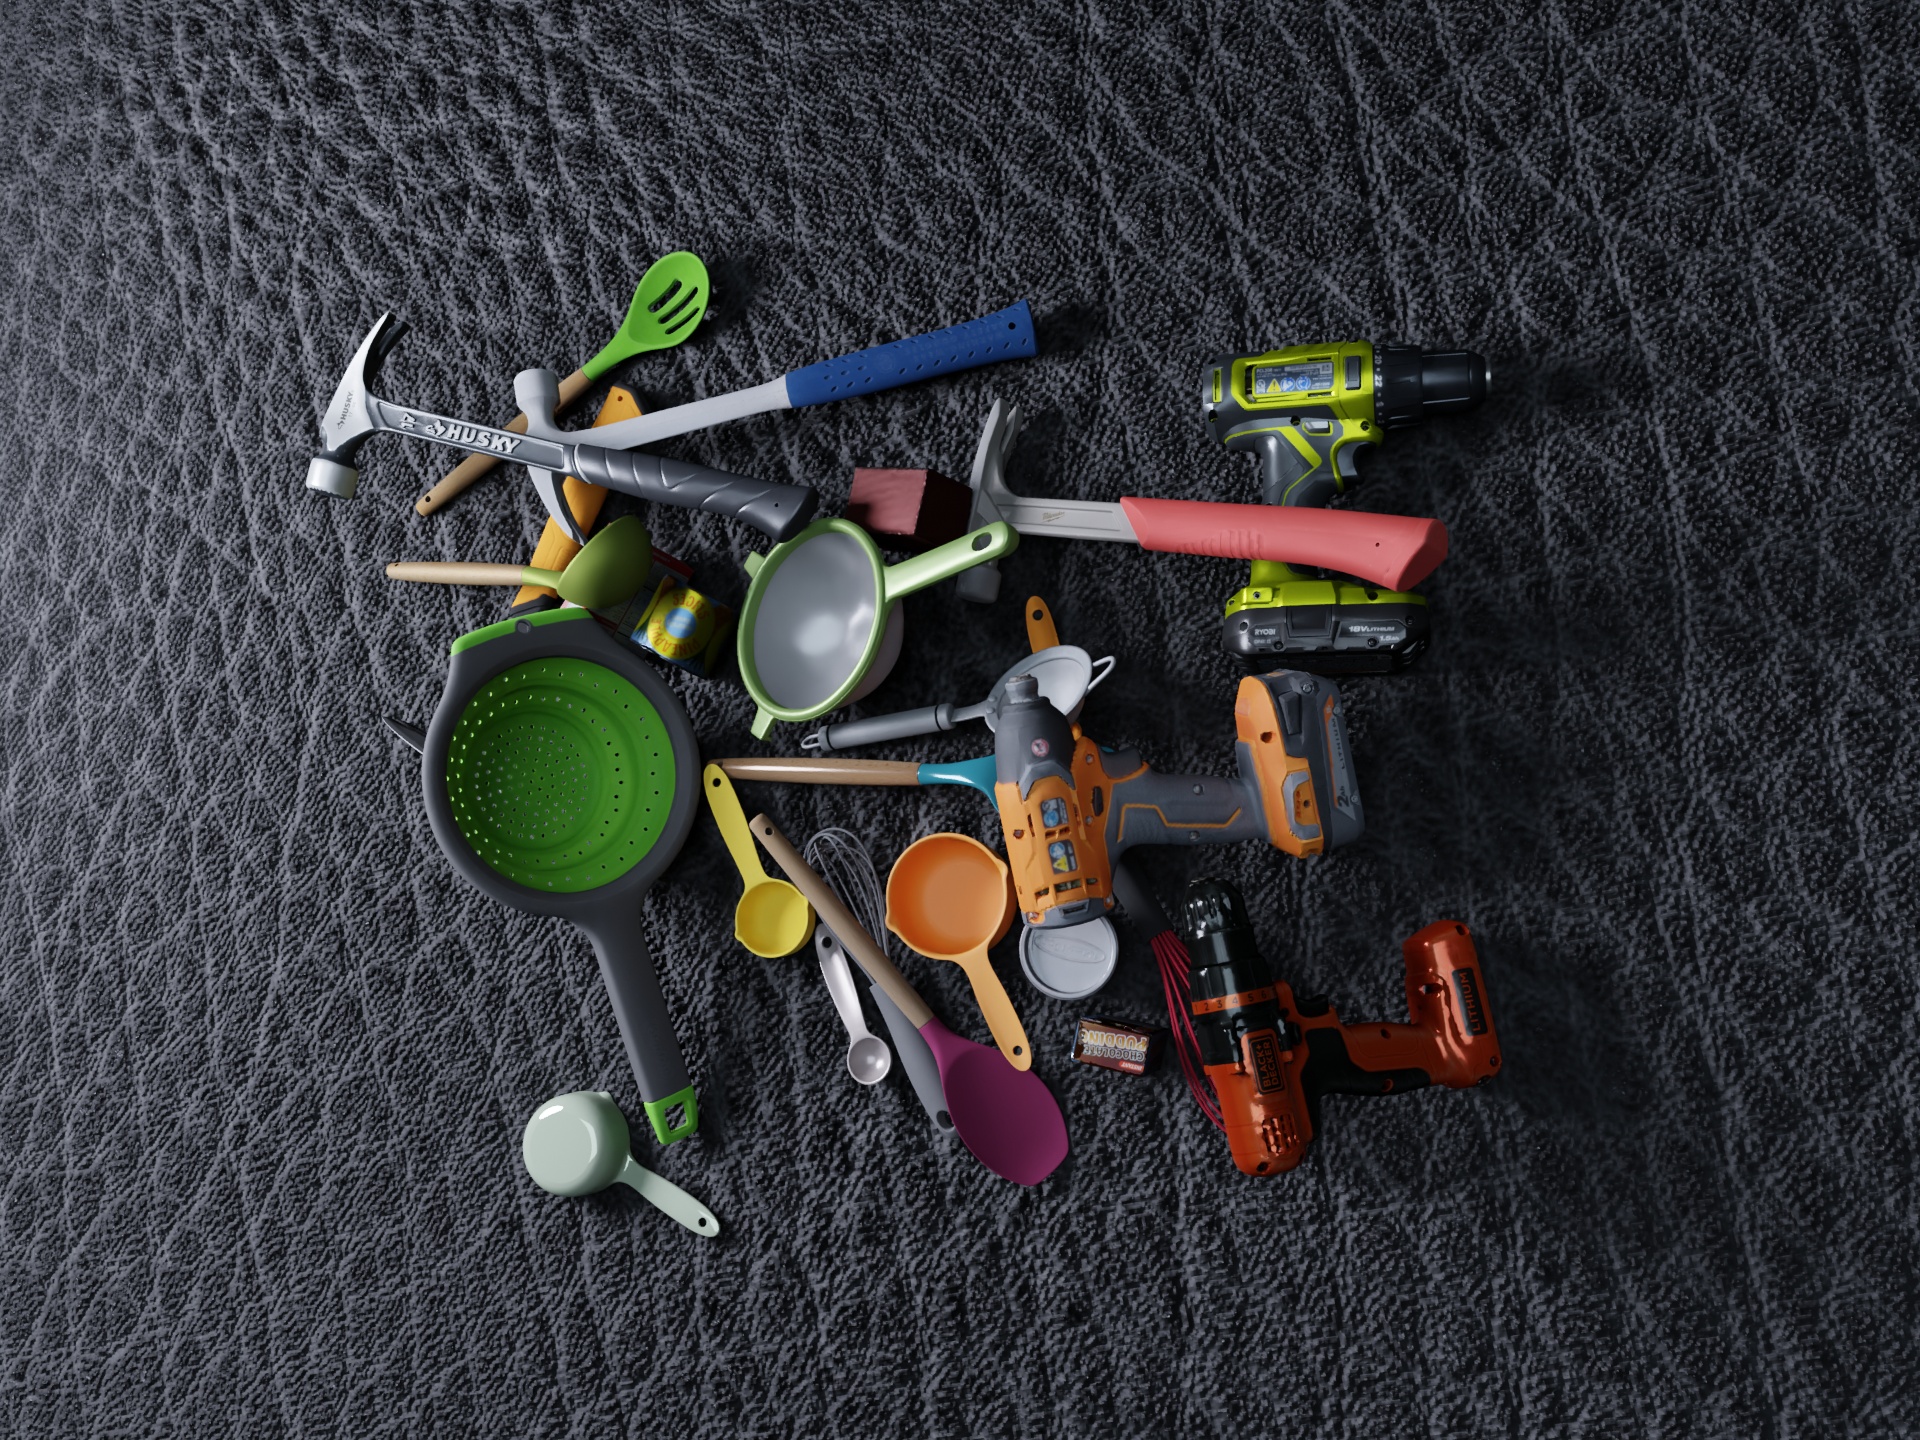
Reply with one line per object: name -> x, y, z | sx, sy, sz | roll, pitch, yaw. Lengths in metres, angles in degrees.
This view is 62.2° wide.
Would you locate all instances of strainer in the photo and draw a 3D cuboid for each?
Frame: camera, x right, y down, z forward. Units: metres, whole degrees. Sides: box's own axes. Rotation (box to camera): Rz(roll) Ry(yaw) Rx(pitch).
strainer -> -0.049, -0.082, 1.133 | 0.256, 0.069, 0.152 | -20, 66, 35
strainer -> -0.002, -0.004, 1.143 | 0.258, 0.050, 0.087 | -10, 42, 24

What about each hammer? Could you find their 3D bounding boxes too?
hammer -> -0.297, -0.201, 1.193 | 0.409, 0.036, 0.149 | 14, 87, 14
hammer -> 0.150, -0.139, 1.067 | 0.359, 0.036, 0.149 | 10, 86, 39
hammer -> -0.336, -0.115, 1.265 | 0.127, 0.034, 0.337 | 25, 88, 17
hammer -> -0.139, -0.242, 1.209 | 0.405, 0.035, 0.144 | -13, 81, 8

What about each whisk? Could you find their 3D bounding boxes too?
whisk -> 0.145, 0.162, 1.074 | 0.073, 0.073, 0.296 | -33, 69, 8
whisk -> -0.051, 0.186, 1.133 | 0.055, 0.055, 0.239 | -28, 79, 10

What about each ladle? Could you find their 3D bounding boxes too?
ladle -> -0.348, -0.121, 1.206 | 0.320, 0.062, 0.078 | 6, 38, 39

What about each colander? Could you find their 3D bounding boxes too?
colander -> -0.280, 0.120, 1.180 | 0.094, 0.204, 0.397 | -11, 97, 57

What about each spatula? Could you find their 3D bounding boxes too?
spatula -> -0.046, 0.044, 1.146 | 0.317, 0.044, 0.082 | 2, 64, 27

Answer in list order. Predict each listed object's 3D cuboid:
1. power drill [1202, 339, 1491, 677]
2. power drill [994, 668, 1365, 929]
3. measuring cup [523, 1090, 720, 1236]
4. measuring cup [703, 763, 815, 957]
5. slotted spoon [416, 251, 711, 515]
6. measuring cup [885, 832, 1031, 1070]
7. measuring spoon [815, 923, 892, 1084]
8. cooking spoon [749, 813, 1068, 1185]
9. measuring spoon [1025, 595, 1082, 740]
power drill -> 0.263, -0.149, 1.081 | 0.190, 0.080, 0.229 | -1, 78, 16
power drill -> 0.134, 0.032, 1.036 | 0.226, 0.084, 0.164 | -13, 96, -6
measuring cup -> -0.250, 0.333, 1.164 | 0.168, 0.038, 0.083 | 26, 89, 20
measuring cup -> -0.154, 0.103, 1.183 | 0.062, 0.029, 0.157 | -28, 72, 10
slotted spoon -> -0.322, -0.266, 1.289 | 0.314, 0.031, 0.070 | -37, 73, 9
measuring cup -> 0.014, 0.162, 1.113 | 0.095, 0.052, 0.174 | -27, 77, 10
measuring spoon -> -0.078, 0.204, 1.154 | 0.034, 0.018, 0.124 | -29, 68, 15
cooking spoon -> -0.040, 0.189, 1.102 | 0.069, 0.017, 0.319 | -40, 87, -16
measuring spoon -> 0.068, -0.036, 1.153 | 0.021, 0.011, 0.117 | -19, 73, 18
